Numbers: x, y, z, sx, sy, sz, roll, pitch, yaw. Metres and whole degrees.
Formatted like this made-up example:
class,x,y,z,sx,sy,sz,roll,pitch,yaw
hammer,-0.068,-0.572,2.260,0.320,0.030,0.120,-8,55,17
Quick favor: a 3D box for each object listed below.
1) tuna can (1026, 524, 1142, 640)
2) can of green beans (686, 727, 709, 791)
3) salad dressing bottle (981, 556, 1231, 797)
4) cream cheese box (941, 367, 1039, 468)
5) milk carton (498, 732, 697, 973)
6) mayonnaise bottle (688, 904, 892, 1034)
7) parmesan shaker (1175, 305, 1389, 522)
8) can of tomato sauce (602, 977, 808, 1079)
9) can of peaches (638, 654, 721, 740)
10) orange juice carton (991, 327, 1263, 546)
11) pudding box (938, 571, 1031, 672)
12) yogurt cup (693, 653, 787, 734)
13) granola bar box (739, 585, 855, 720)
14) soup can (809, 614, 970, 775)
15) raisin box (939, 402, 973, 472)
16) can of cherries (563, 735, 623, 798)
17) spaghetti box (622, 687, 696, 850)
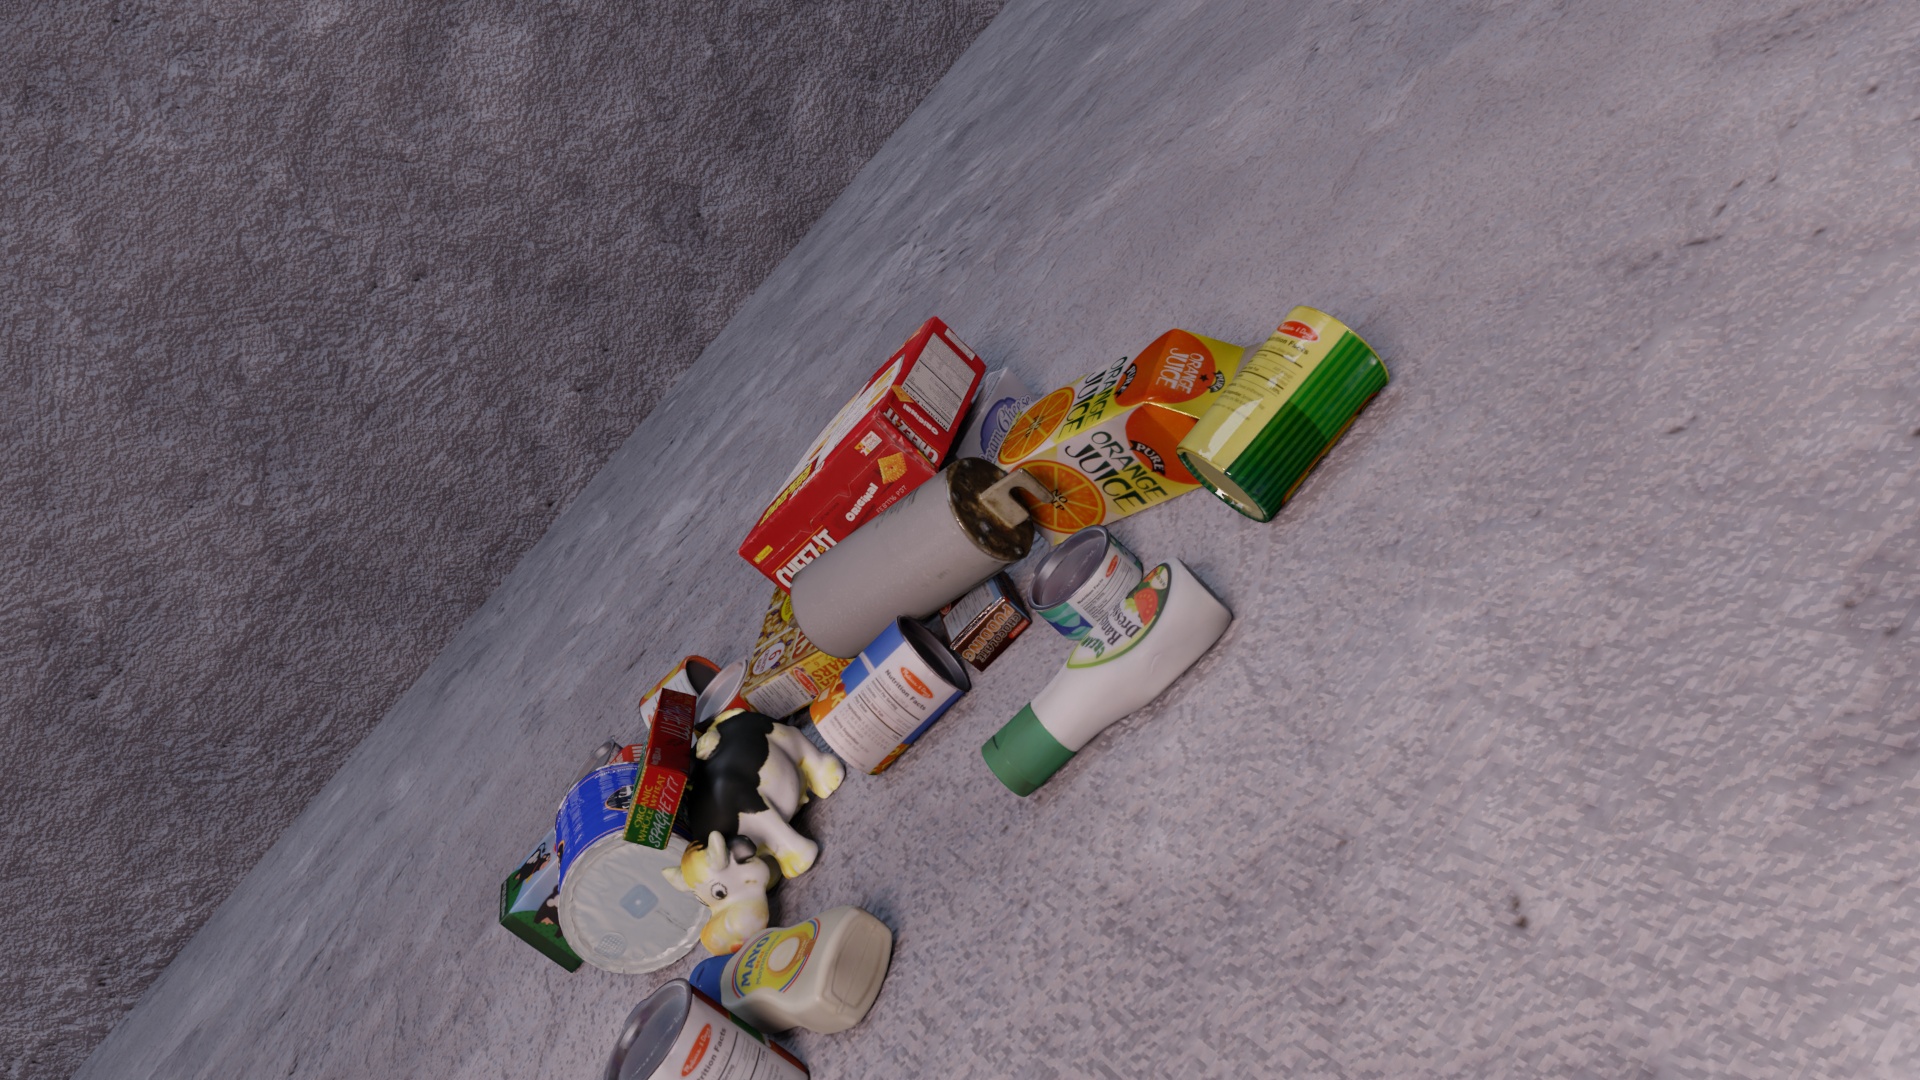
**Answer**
class,x,y,z,sx,sy,sz,roll,pitch,yaw
tuna can,0.074,0.026,0.838,0.071,0.033,0.071,-40,21,19
can of green beans,-0.161,0.167,1.015,0.071,0.057,0.071,-40,21,20
salad dressing bottle,0.075,0.074,0.731,0.147,0.044,0.064,-45,19,8
cream cheese box,0.027,-0.084,1.108,0.024,0.053,0.104,-20,34,49
milk carton,-0.269,0.233,1.089,0.190,0.073,0.072,-49,20,-4
mayonnaise bottle,-0.100,0.243,0.773,0.147,0.041,0.065,-26,31,44
parmesan shaker,0.174,-0.069,0.762,0.103,0.071,0.071,-49,20,-3
can of tomato sauce,-0.131,0.276,0.714,0.071,0.083,0.071,-41,21,19
can of peaches,-0.232,0.141,1.198,0.058,0.071,0.071,-42,21,17
orange juice carton,0.110,-0.069,0.883,0.192,0.073,0.072,-24,30,47
pudding box,0.014,0.046,0.925,0.049,0.030,0.084,-46,20,8
yogurt cup,-0.173,0.136,1.103,0.072,0.054,0.073,-40,21,19
granola bar box,-0.102,0.057,1.103,0.124,0.039,0.166,-29,25,21
soup can,-0.045,0.099,0.897,0.083,0.071,0.071,-44,20,10
raisin box,-0.026,-0.055,1.183,0.123,0.040,0.086,-42,20,19
can of cherries,-0.299,0.214,1.206,0.071,0.058,0.072,-41,20,19
spaghetti box,-0.204,0.150,0.955,0.250,0.029,0.050,-152,80,-79
